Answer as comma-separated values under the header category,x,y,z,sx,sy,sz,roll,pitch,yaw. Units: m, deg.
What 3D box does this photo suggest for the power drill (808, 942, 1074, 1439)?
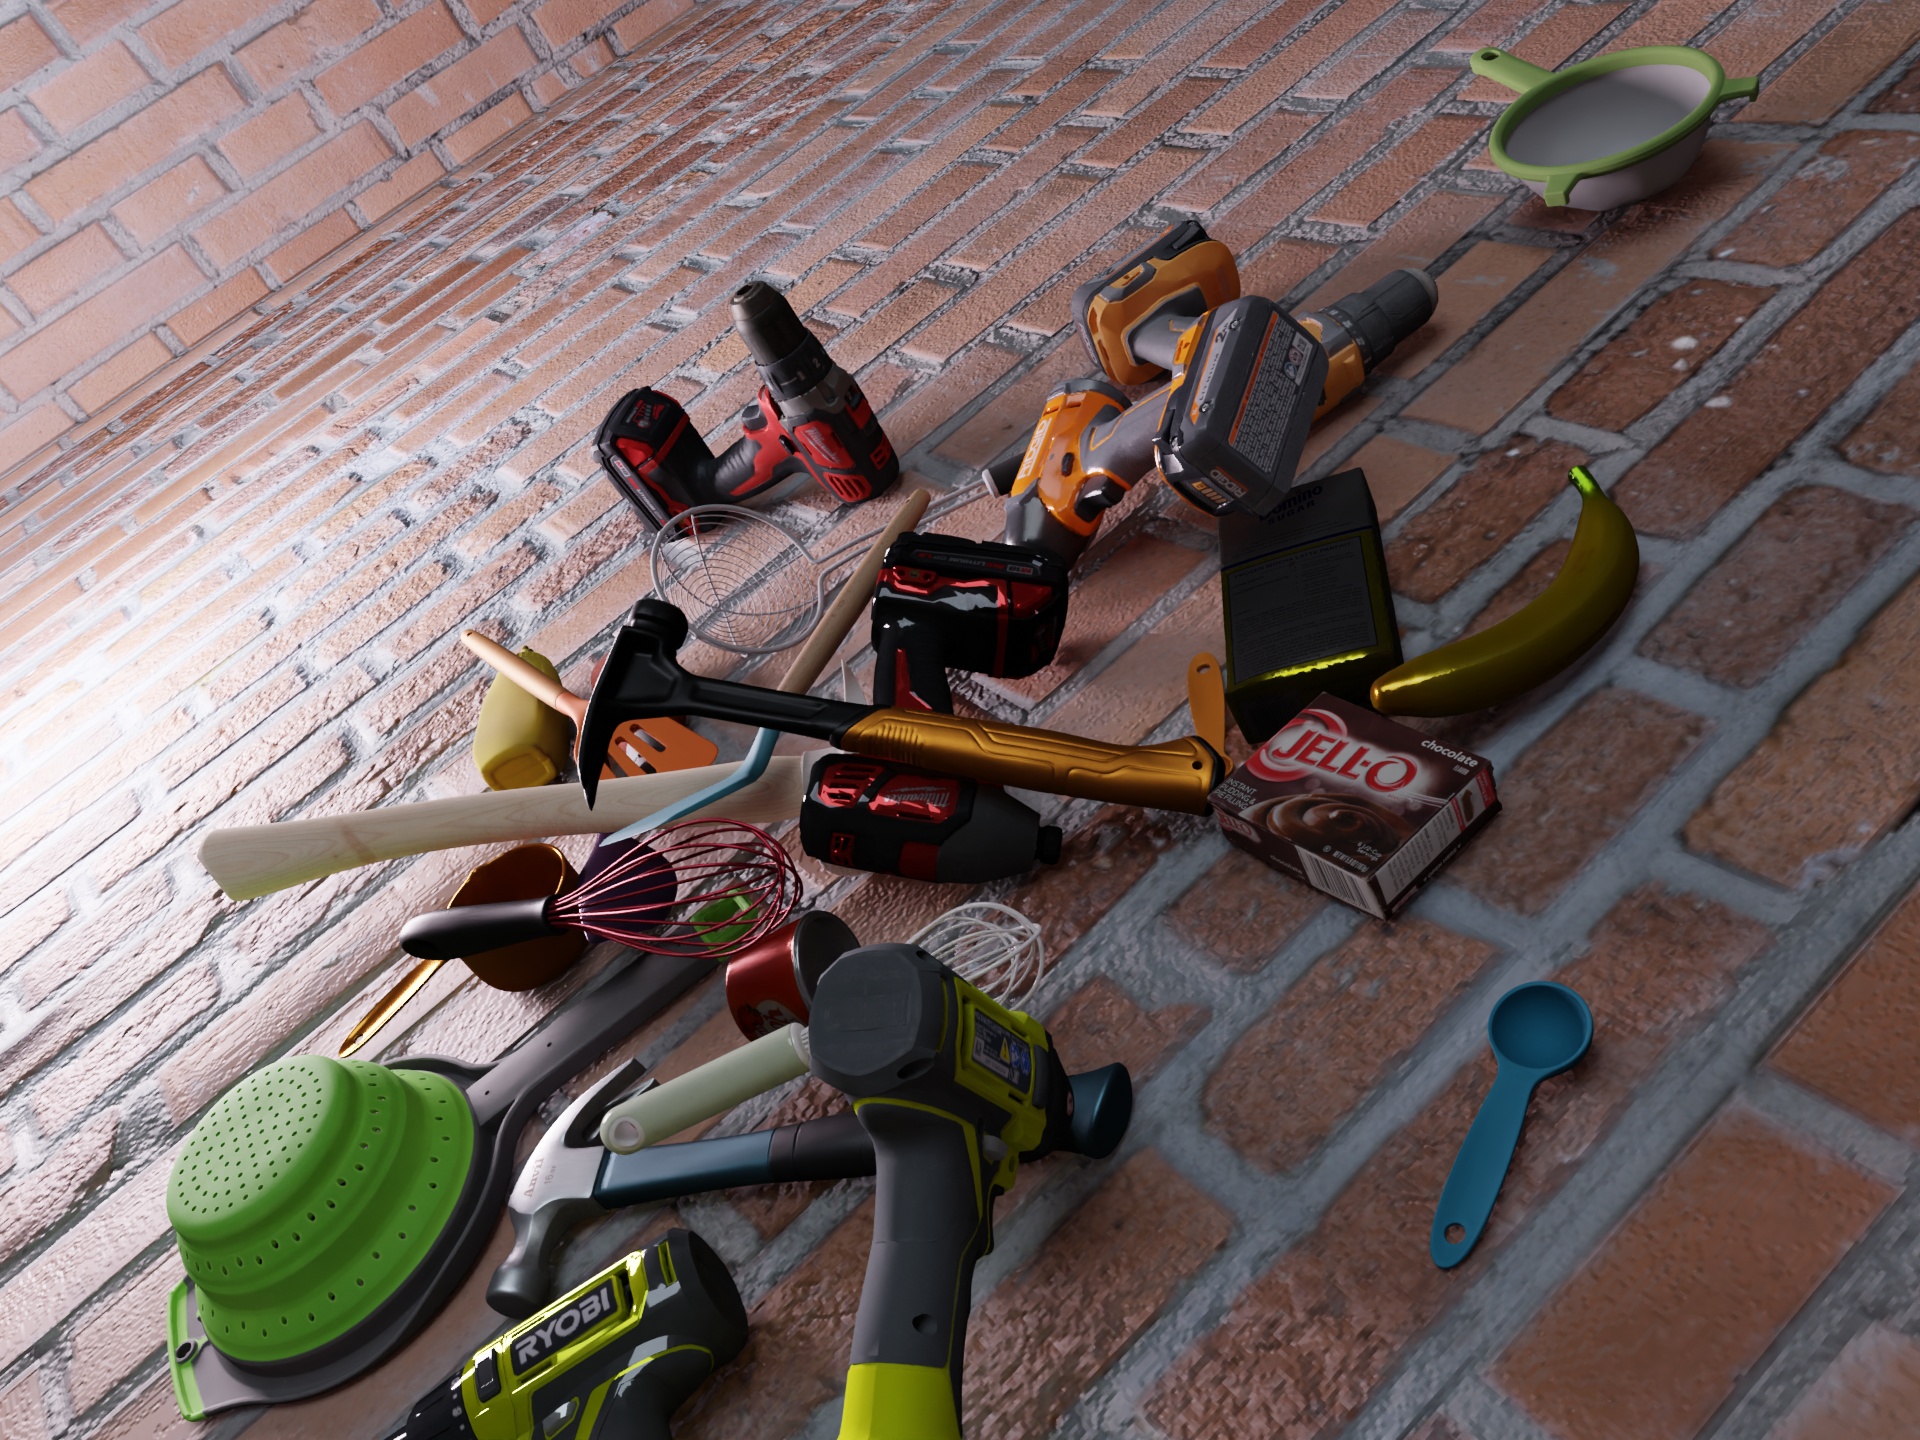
category,x,y,z,sx,sy,sz,roll,pitch,yaw
power drill,-0.001,0.215,0.600,0.080,0.171,0.223,-10,59,25

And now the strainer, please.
category,x,y,z,sx,sy,sz,roll,pitch,yaw
strainer,0.437,-0.424,1.138,0.151,0.069,0.257,-28,36,6

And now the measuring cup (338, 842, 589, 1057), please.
category,x,y,z,sx,sy,sz,roll,pitch,yaw
measuring cup,-0.298,0.154,0.974,0.173,0.052,0.095,-45,39,-17

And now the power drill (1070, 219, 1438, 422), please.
category,x,y,z,sx,sy,sz,roll,pitch,yaw
power drill,0.204,-0.281,1.122,0.185,0.084,0.226,-36,42,-7

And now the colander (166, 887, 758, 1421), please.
category,x,y,z,sx,sy,sz,roll,pitch,yaw
colander,-0.291,0.201,0.876,0.397,0.094,0.205,-38,37,-10

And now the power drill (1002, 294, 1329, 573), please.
category,x,y,z,sx,sy,sz,roll,pitch,yaw
power drill,0.110,-0.158,0.993,0.226,0.084,0.164,-12,51,56

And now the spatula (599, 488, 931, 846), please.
category,x,y,z,sx,sy,sz,roll,pitch,yaw
spatula,-0.099,-0.038,0.952,0.082,0.044,0.318,-19,33,51

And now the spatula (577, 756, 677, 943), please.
category,x,y,z,sx,sy,sz,roll,pitch,yaw
spatula,-0.230,0.057,1.041,0.059,0.018,0.316,-16,28,-11

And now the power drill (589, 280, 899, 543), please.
category,x,y,z,sx,sy,sz,roll,pitch,yaw
power drill,-0.179,-0.236,1.238,0.227,0.187,0.080,-9,42,32

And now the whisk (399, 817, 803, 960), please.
category,x,y,z,sx,sy,sz,roll,pitch,yaw
whisk,-0.208,0.105,0.877,0.296,0.073,0.073,-13,40,31

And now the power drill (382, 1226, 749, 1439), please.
category,x,y,z,sx,sy,sz,roll,pitch,yaw
power drill,-0.163,0.340,0.647,0.190,0.080,0.229,-32,34,-3

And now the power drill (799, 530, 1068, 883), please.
category,x,y,z,sx,sy,sz,roll,pitch,yaw
power drill,-0.001,-0.003,0.919,0.143,0.078,0.220,9,51,5

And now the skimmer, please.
category,x,y,z,sx,sy,sz,roll,pitch,yaw
skimmer,-0.038,-0.154,1.125,0.363,0.090,0.127,-24,69,3

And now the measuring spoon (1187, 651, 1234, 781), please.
category,x,y,z,sx,sy,sz,roll,pitch,yaw
measuring spoon,0.141,-0.001,0.897,0.021,0.011,0.117,-17,35,16

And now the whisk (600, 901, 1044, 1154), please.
category,x,y,z,sx,sy,sz,roll,pitch,yaw
whisk,-0.069,0.154,0.774,0.246,0.058,0.059,-27,4,10

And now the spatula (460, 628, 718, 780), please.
category,x,y,z,sx,sy,sz,roll,pitch,yaw
spatula,-0.279,-0.012,1.101,0.081,0.041,0.323,-43,37,-18

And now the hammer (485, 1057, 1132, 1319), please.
category,x,y,z,sx,sy,sz,roll,pitch,yaw
hammer,-0.076,0.211,0.774,0.331,0.033,0.128,-14,41,20

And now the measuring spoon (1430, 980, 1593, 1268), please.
category,x,y,z,sx,sy,sz,roll,pitch,yaw
measuring spoon,0.222,0.166,0.646,0.042,0.021,0.129,12,62,42

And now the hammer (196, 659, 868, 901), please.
category,x,y,z,sx,sy,sz,roll,pitch,yaw
hammer,-0.253,0.049,0.966,0.410,0.038,0.146,-7,49,2

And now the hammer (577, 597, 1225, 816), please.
category,x,y,z,sx,sy,sz,roll,pitch,yaw
hammer,-0.030,0.013,0.841,0.337,0.034,0.127,9,53,5
